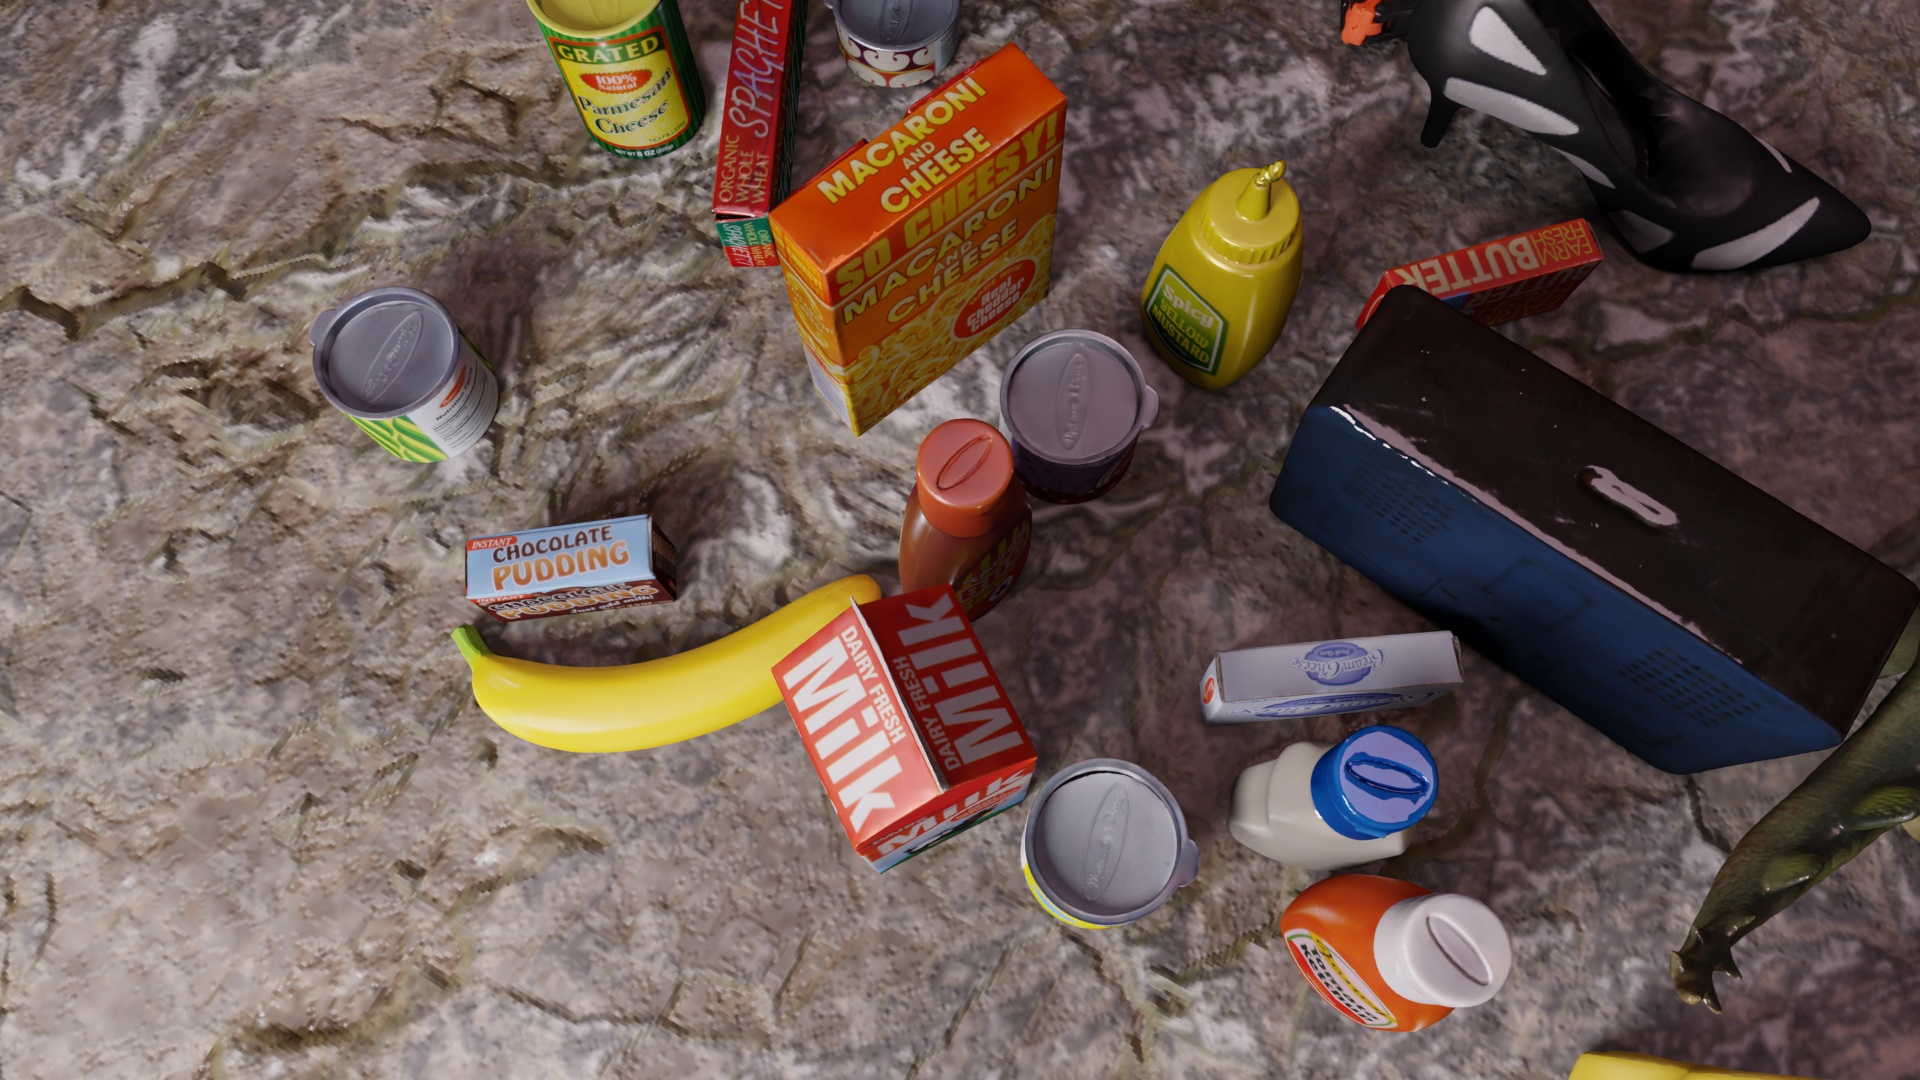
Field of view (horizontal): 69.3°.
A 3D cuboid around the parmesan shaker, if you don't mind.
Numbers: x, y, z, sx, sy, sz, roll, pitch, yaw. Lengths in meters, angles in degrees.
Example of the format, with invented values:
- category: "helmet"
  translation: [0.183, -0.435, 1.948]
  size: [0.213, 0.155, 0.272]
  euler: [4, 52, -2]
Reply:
- category: "parmesan shaker"
  translation: [-0.163, -0.243, 0.682]
  size: [0.071, 0.102, 0.071]
  euler: [0, 72, 1]

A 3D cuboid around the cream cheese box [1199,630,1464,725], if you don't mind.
- category: "cream cheese box"
  translation: [0.159, 0.061, 0.606]
  size: [0.104, 0.053, 0.024]
  euler: [-5, 72, -1]

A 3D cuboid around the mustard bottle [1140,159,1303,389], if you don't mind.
- category: "mustard bottle"
  translation: [0.118, -0.121, 0.610]
  size: [0.049, 0.159, 0.065]
  euler: [-42, 77, -11]

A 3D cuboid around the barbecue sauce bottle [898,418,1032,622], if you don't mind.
- category: "barbecue sauce bottle"
  translation: [0.002, -0.007, 0.580]
  size: [0.044, 0.148, 0.065]
  euler: [42, 78, 12]

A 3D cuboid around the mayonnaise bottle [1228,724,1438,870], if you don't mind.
- category: "mayonnaise bottle"
  translation: [0.147, 0.102, 0.543]
  size: [0.065, 0.147, 0.041]
  euler: [14, 73, 5]

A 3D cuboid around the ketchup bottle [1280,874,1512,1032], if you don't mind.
- category: "ketchup bottle"
  translation: [0.165, 0.155, 0.525]
  size: [0.043, 0.148, 0.065]
  euler: [-39, 76, -11]

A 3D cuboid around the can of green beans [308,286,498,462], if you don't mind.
- category: "can of green beans"
  translation: [-0.258, -0.077, 0.652]
  size: [0.071, 0.057, 0.071]
  euler: [0, 72, 1]

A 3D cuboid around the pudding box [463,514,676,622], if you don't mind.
- category: "pudding box"
  translation: [-0.174, 0.013, 0.626]
  size: [0.084, 0.049, 0.030]
  euler: [-7, 72, -2]

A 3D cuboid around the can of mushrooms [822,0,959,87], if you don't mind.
- category: "can of mushrooms"
  translation: [-0.035, -0.274, 0.727]
  size: [0.071, 0.033, 0.071]
  euler: [0, 72, 1]

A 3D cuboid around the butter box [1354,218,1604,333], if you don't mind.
- category: "butter box"
  translation: [0.246, -0.120, 0.664]
  size: [0.103, 0.053, 0.024]
  euler: [-15, 73, -4]

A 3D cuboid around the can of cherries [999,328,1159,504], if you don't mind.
- category: "can of cherries"
  translation: [0.053, -0.055, 0.642]
  size: [0.071, 0.058, 0.071]
  euler: [0, 72, 1]

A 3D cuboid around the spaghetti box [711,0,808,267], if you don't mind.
- category: "spaghetti box"
  translation: [-0.098, -0.261, 0.715]
  size: [0.029, 0.050, 0.251]
  euler: [2, 72, 1]

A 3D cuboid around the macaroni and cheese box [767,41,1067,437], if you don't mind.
- category: "macaroni and cheese box"
  translation: [-0.016, -0.124, 0.608]
  size: [0.124, 0.166, 0.040]
  euler: [-38, 76, -11]

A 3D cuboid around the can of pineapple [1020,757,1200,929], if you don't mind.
- category: "can of pineapple"
  translation: [0.060, 0.129, 0.582]
  size: [0.071, 0.057, 0.071]
  euler: [0, 72, 1]

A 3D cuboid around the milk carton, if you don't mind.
- category: "milk carton"
  translation: [-0.019, 0.075, 0.531]
  size: [0.073, 0.190, 0.072]
  euler: [-26, 74, -7]
